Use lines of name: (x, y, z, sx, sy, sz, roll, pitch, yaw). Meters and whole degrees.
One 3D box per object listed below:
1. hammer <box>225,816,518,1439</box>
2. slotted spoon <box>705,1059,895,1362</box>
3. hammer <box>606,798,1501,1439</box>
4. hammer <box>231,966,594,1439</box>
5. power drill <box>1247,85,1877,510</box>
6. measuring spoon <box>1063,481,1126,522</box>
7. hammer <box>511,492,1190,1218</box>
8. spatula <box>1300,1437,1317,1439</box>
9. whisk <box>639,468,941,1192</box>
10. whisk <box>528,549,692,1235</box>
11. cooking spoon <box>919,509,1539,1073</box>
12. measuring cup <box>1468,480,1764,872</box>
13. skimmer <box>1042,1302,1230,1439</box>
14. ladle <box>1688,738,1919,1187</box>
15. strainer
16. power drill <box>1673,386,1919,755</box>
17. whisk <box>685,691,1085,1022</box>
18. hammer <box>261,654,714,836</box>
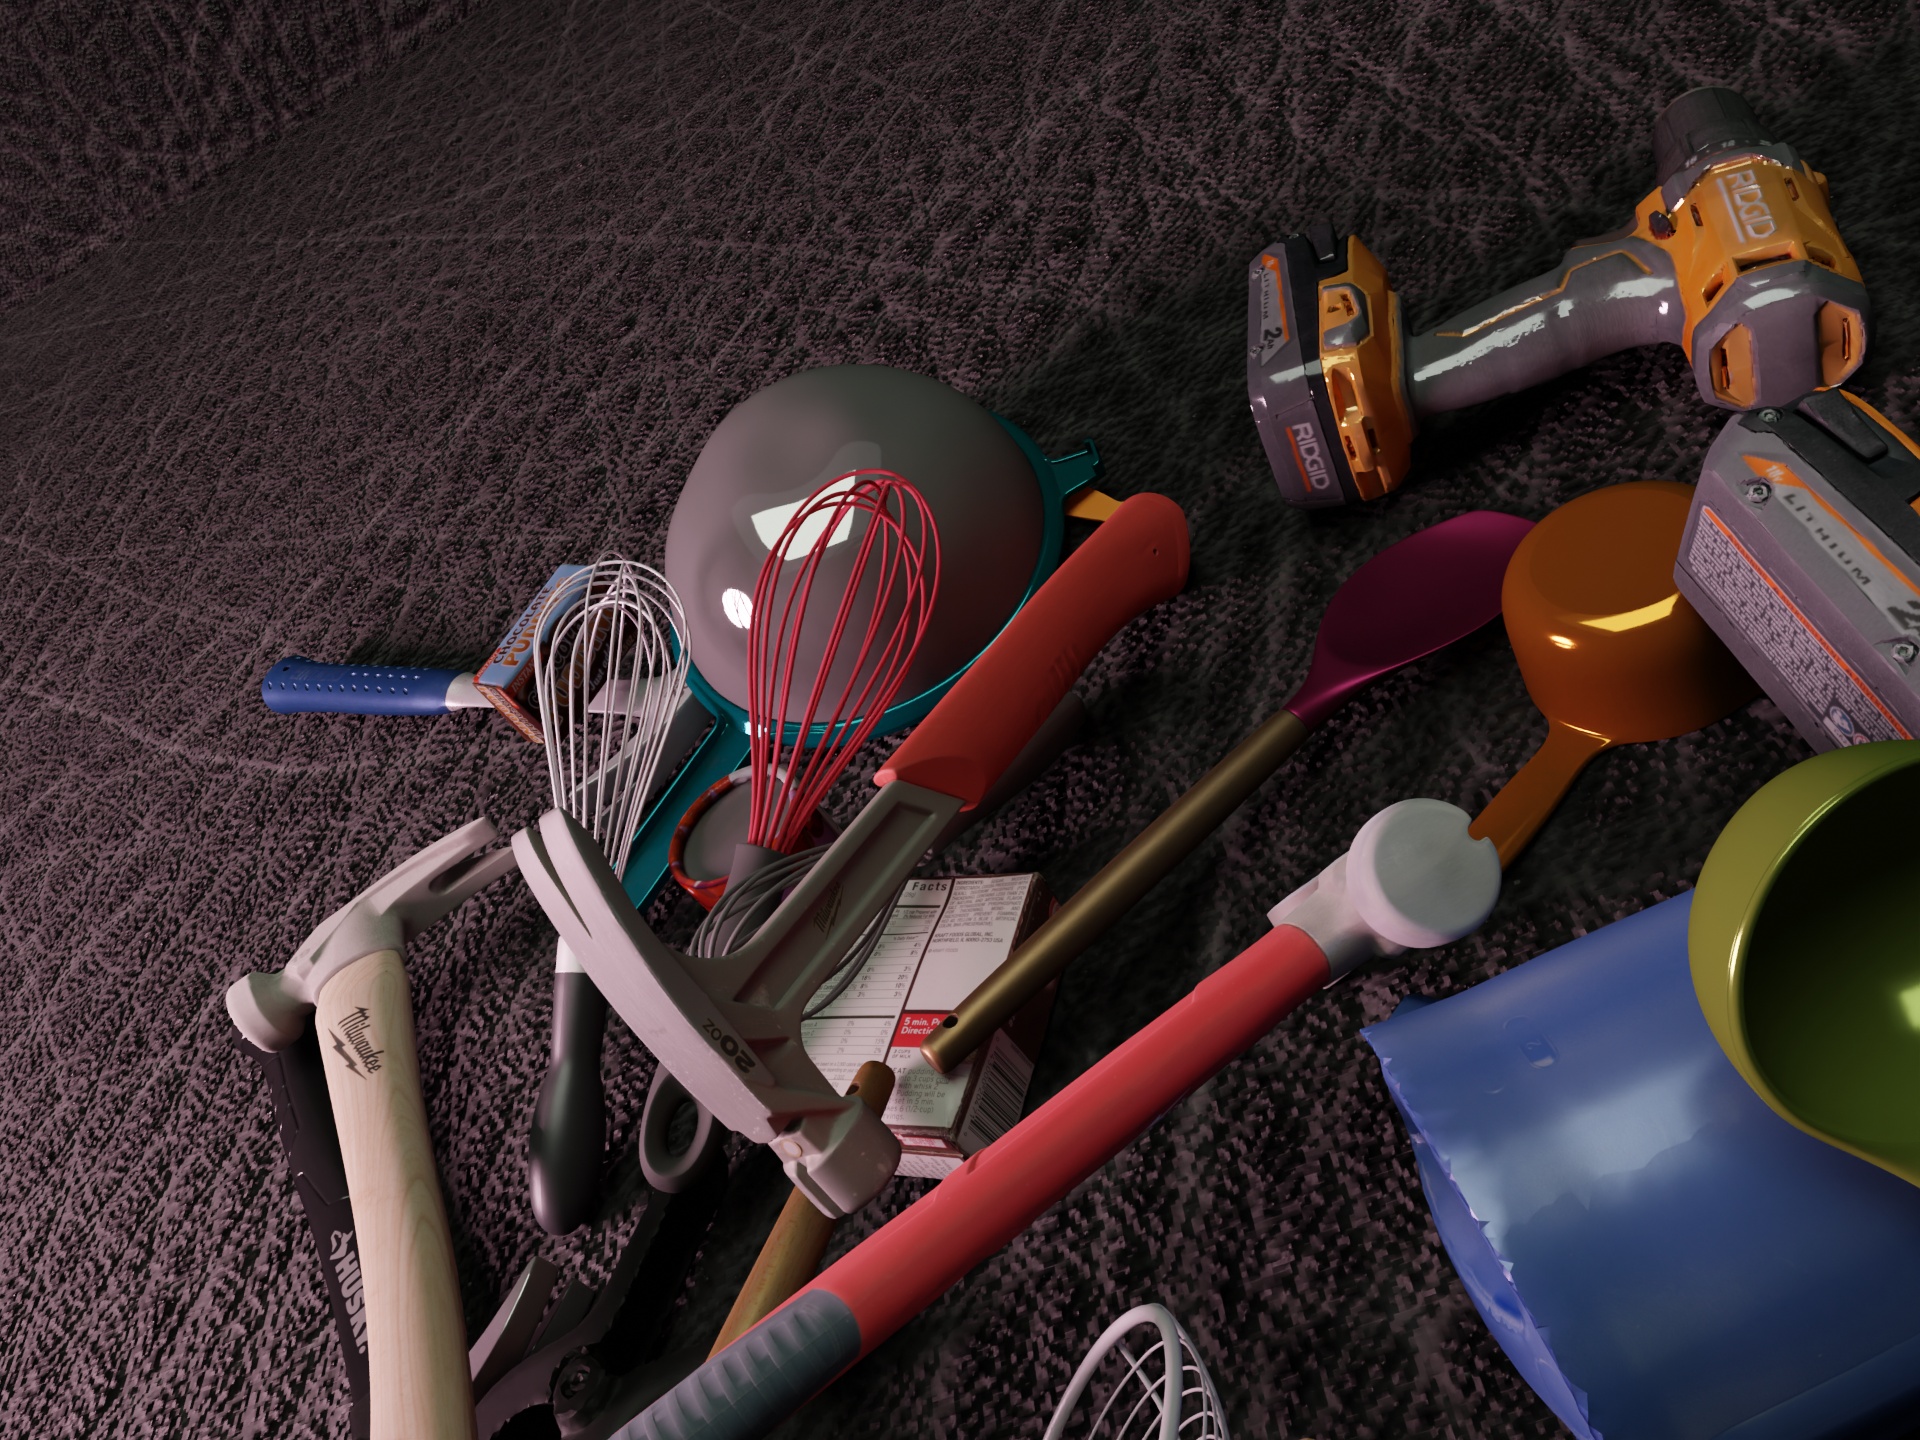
hammer: (-0.203, 0.181, 0.597, 0.146, 0.038, 0.411, -36, 35, -3)
slotted spoon: (-0.081, 0.224, 0.445, 0.070, 0.031, 0.314, -18, 31, 39)
hammer: (-0.023, 0.155, 0.435, 0.386, 0.143, 0.038, -34, 78, -13)
hammer: (-0.267, 0.204, 0.693, 0.146, 0.035, 0.335, -43, 39, -7)
power drill: (0.241, -0.186, 0.671, 0.226, 0.084, 0.186, -11, 45, 22)
measuring spoon: (0.055, -0.108, 0.787, 0.021, 0.011, 0.117, -54, 37, -6)
hammer: (-0.001, -0.002, 0.582, 0.036, 0.149, 0.359, -28, 15, 42)
spatula: (0.029, 0.322, 0.364, 0.082, 0.044, 0.318, 4, 49, 40)
whisk: (-0.069, 0.033, 0.615, 0.073, 0.073, 0.296, 3, 70, 38)
whisk: (-0.153, 0.066, 0.664, 0.070, 0.070, 0.285, -6, 74, 32)
cooking spoon: (0.105, 0.018, 0.586, 0.319, 0.017, 0.069, -40, 38, -18)
measuring cup: (0.206, -0.012, 0.540, 0.173, 0.052, 0.095, -47, 40, -16)
skimmer: (-0.083, 0.267, 0.447, 0.363, 0.090, 0.127, -24, 17, 17)
ladle: (0.233, 0.142, 0.255, 0.078, 0.062, 0.320, -28, 69, -3)
strainer: (-0.095, -0.048, 0.739, 0.211, 0.095, 0.340, 20, 67, 32)
power drill: (0.331, -0.086, 0.459, 0.226, 0.084, 0.164, -28, 61, 1)
whisk: (-0.018, 0.042, 0.601, 0.055, 0.055, 0.239, 2, 27, 38)
hammer: (-0.289, -0.013, 0.925, 0.406, 0.035, 0.144, 2, 52, 38)
